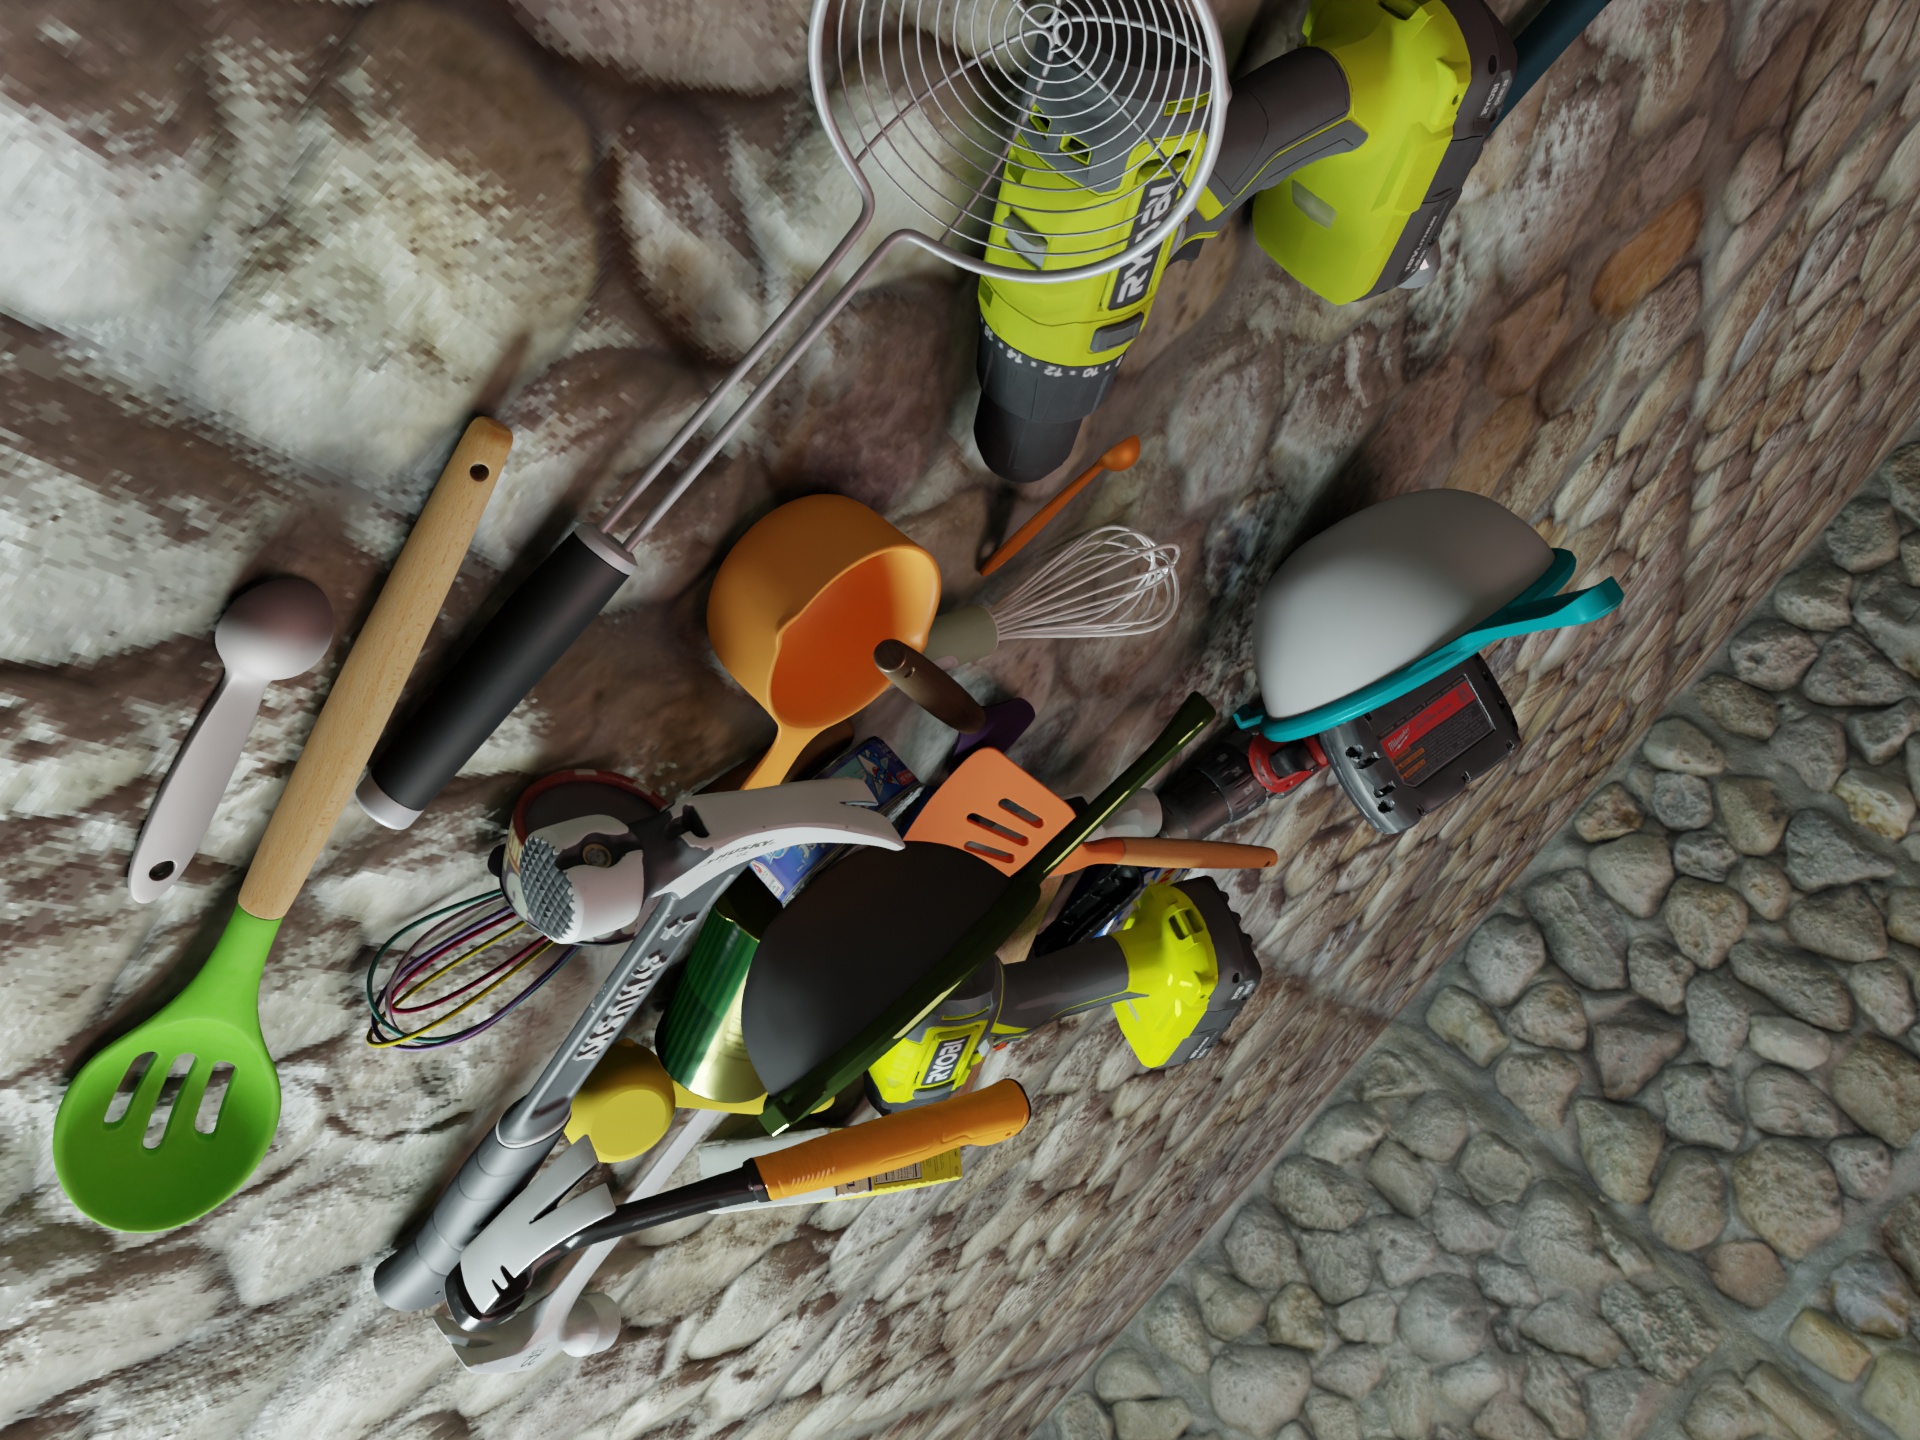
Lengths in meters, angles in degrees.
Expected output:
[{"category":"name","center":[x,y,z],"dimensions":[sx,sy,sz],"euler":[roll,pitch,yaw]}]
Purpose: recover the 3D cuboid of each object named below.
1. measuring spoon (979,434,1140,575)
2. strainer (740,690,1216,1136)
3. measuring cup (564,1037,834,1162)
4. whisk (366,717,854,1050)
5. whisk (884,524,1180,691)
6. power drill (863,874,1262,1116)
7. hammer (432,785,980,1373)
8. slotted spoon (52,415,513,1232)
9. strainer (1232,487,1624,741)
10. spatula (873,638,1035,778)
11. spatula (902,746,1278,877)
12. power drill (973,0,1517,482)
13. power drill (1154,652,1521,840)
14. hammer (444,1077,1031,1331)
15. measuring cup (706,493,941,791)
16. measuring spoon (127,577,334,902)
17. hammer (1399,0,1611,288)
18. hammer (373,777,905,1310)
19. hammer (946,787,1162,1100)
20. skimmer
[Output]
[{"category":"measuring spoon","center":[0.043,-0.091,0.706],"dimensions":[0.021,0.011,0.117],"euler":[-31,175,-42]},{"category":"strainer","center":[-0.004,0.061,0.673],"dimensions":[0.256,0.069,0.151],"euler":[-43,179,-5]},{"category":"measuring cup","center":[-0.127,0.196,0.805],"dimensions":[0.156,0.029,0.062],"euler":[10,107,-34]},{"category":"whisk","center":[-0.140,0.059,0.662],"dimensions":[0.245,0.051,0.047],"euler":[-36,172,-33]},{"category":"whisk","center":[0.016,-0.044,0.747],"dimensions":[0.246,0.059,0.058],"euler":[-22,172,-35]},{"category":"power drill","center":[0.052,0.173,0.952],"dimensions":[0.223,0.080,0.171],"euler":[-8,143,-23]},{"category":"hammer","center":[-0.130,0.202,0.866],"dimensions":[0.405,0.035,0.144],"euler":[-52,154,7]},{"category":"slotted spoon","center":[-0.216,0.040,0.520],"dimensions":[0.070,0.031,0.313],"euler":[20,109,-34]},{"category":"strainer","center":[0.262,-0.082,0.905],"dimensions":[0.211,0.095,0.340],"euler":[-32,-178,-6]},{"category":"spatula","center":[-0.001,-0.002,0.735],"dimensions":[0.060,0.018,0.315],"euler":[-46,168,1]},{"category":"spatula","center":[0.096,0.068,0.907],"dimensions":[0.322,0.041,0.081],"euler":[9,125,-51]},{"category":"power drill","center":[0.101,-0.198,0.630],"dimensions":[0.228,0.080,0.190],"euler":[-28,152,-31]},{"category":"power drill","center":[0.232,0.026,1.048],"dimensions":[0.188,0.080,0.227],"euler":[-33,-174,-16]},{"category":"hammer","center":[-0.078,0.218,0.788],"dimensions":[0.336,0.034,0.127],"euler":[-1,143,-48]},{"category":"measuring cup","center":[-0.079,-0.012,0.636],"dimensions":[0.173,0.052,0.095],"euler":[-55,153,18]},{"category":"measuring spoon","center":[-0.223,0.012,0.483],"dimensions":[0.034,0.018,0.124],"euler":[2,126,-58]},{"category":"hammer","center":[0.318,-0.368,0.779],"dimensions":[0.331,0.033,0.128],"euler":[-48,155,-1]},{"category":"hammer","center":[-0.162,0.149,0.642],"dimensions":[0.149,0.036,0.408],"euler":[-14,152,-44]},{"category":"hammer","center":[0.017,0.172,1.013],"dimensions":[0.130,0.031,0.331],"euler":[-6,135,-29]},{"category":"skimmer","center":[-0.072,-0.093,0.491],"dimensions":[0.127,0.090,0.363],"euler":[40,98,-20]}]
